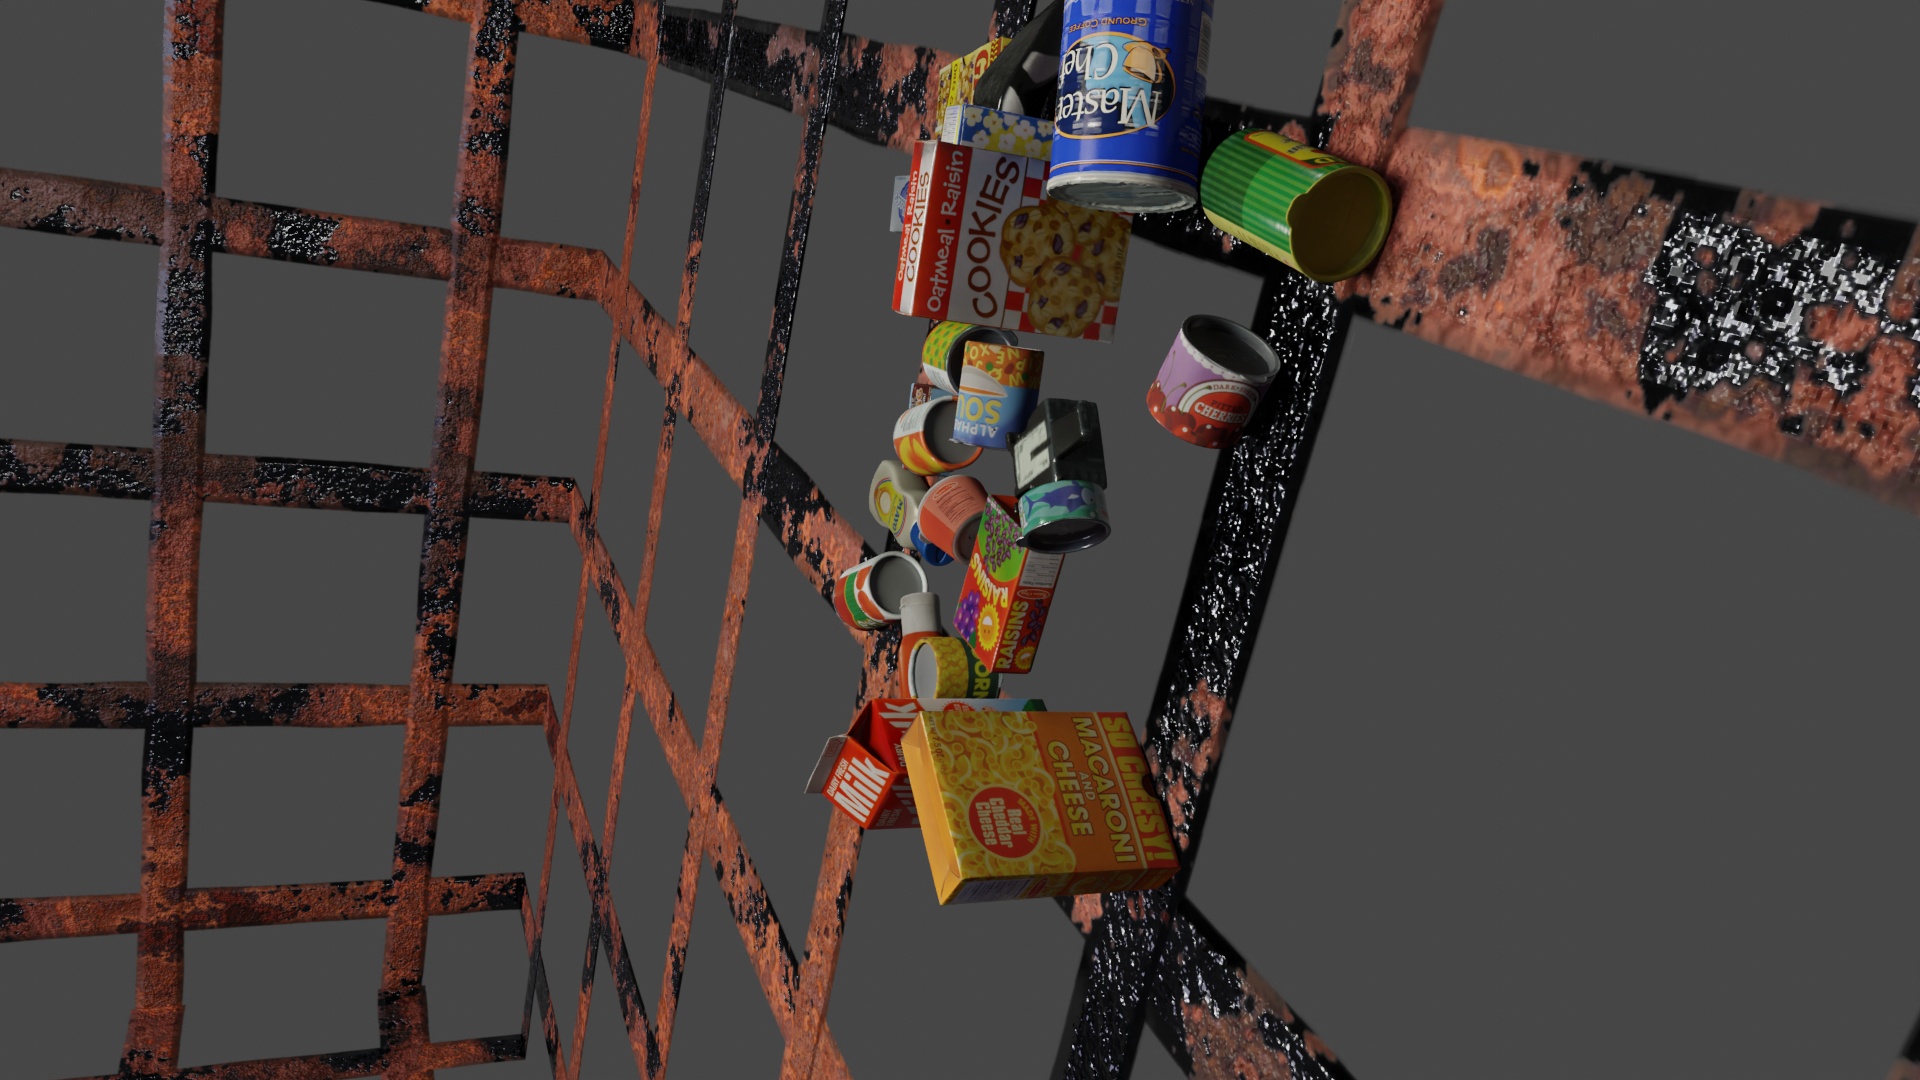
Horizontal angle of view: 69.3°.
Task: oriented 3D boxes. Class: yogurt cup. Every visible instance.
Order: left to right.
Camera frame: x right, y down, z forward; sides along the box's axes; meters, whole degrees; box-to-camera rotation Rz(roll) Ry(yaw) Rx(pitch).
[{"bbox_3d":[0.004,-0.015,1.184,0.054,0.072,0.072,46,128,47],"label":"yogurt cup"}]

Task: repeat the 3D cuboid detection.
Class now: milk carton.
[{"bbox_3d":[-0.021,0.170,1.062,0.072,0.191,0.074,-65,33,38],"label":"milk carton"}]

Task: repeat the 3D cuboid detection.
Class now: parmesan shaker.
[{"bbox_3d":[0.191,-0.199,0.810,0.103,0.071,0.071,52,132,54],"label":"parmesan shaker"}]

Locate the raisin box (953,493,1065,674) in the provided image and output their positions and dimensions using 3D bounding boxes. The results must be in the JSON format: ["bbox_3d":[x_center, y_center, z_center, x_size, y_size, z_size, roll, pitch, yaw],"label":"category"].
[{"bbox_3d":[0.040,0.035,1.131,0.086,0.040,0.123,48,128,55],"label":"raisin box"}]

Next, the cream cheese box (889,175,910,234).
[{"bbox_3d":[-0.033,-0.302,1.252,0.104,0.024,0.053,-151,65,-64],"label":"cream cheese box"}]

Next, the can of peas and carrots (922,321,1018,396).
[{"bbox_3d":[0.009,-0.157,1.191,0.059,0.071,0.070,-148,65,-62],"label":"can of peas and carrots"}]

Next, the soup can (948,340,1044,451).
[{"bbox_3d":[0.029,-0.118,1.135,0.071,0.071,0.083,24,108,63],"label":"soup can"}]

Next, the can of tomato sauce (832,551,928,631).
[{"bbox_3d":[-0.076,0.051,1.339,0.083,0.071,0.071,-24,66,61],"label":"can of tomato sauce"}]

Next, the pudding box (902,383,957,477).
[{"bbox_3d":[-0.028,-0.104,1.299,0.050,0.030,0.083,-158,73,-64],"label":"pudding box"}]

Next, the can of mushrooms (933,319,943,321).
[{"bbox_3d":[-0.005,-0.229,1.264,0.071,0.033,0.071,-16,72,62],"label":"can of mushrooms"}]

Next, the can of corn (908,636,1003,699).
[{"bbox_3d":[-0.005,0.115,1.190,0.071,0.058,0.071,167,104,-64],"label":"can of corn"}]

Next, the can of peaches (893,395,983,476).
[{"bbox_3d":[-0.016,-0.091,1.236,0.058,0.071,0.071,-10,77,63],"label":"can of peaches"}]

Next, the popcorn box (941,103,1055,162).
[{"bbox_3d":[0.046,-0.278,1.058,0.038,0.127,0.085,-151,67,-65],"label":"popcorn box"}]

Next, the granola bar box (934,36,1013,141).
[{"bbox_3d":[0.017,-0.345,1.227,0.124,0.039,0.165,8,94,64],"label":"granola bar box"}]

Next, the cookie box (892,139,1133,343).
[{"bbox_3d":[0.040,-0.216,1.013,0.040,0.168,0.122,-151,67,-62],"label":"cookie box"}]

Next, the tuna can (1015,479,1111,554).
[{"bbox_3d":[0.074,-0.017,1.030,0.070,0.071,0.033,137,132,-55],"label":"tuna can"}]

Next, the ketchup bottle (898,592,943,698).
[{"bbox_3d":[-0.032,0.123,1.262,0.064,0.043,0.149,-35,56,57],"label":"ketchup bottle"}]

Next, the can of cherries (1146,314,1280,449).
[{"bbox_3d":[0.158,-0.098,0.870,0.072,0.071,0.058,-113,36,-43],"label":"can of cherries"}]

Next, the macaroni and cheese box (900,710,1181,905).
[{"bbox_3d":[0.054,0.176,0.935,0.040,0.167,0.124,-59,38,44],"label":"macaroni and cheese box"}]

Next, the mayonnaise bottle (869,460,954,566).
[{"bbox_3d":[-0.044,-0.023,1.307,0.148,0.041,0.064,48,128,57],"label":"mayonnaise bottle"}]
